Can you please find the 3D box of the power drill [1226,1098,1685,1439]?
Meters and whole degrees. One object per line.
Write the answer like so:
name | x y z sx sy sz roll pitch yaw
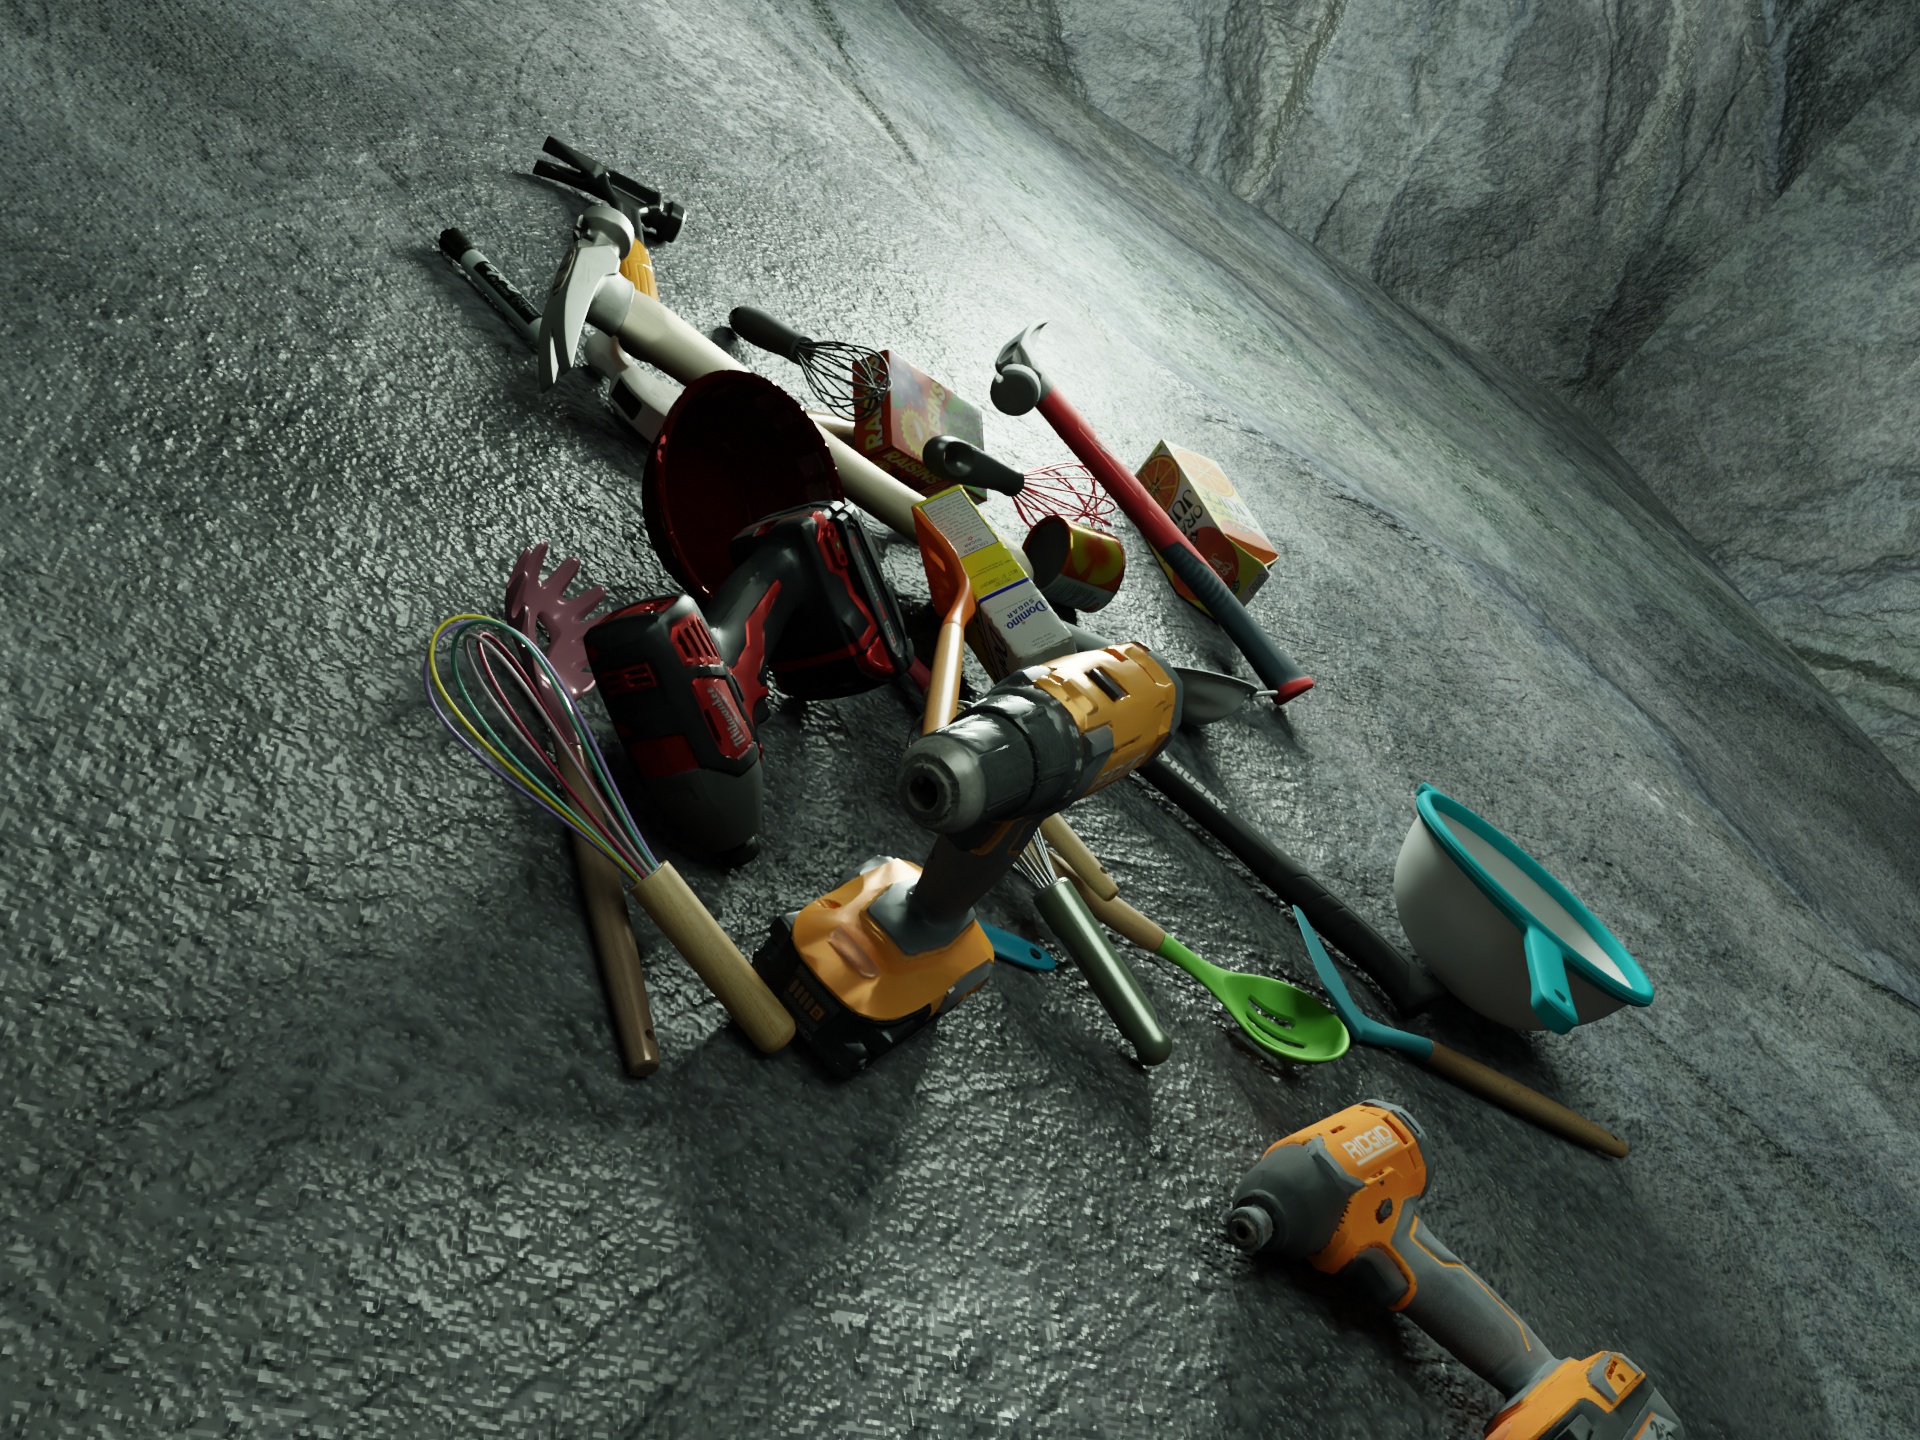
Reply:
power drill | 0.238 0.304 0.808 0.164 0.084 0.227 -3 44 -49

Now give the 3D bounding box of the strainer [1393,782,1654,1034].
strainer | 0.369 0.166 1.090 0.211 0.095 0.340 41 19 5

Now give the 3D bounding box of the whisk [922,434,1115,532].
whisk | 0.049 -0.184 1.253 0.073 0.073 0.295 50 20 21

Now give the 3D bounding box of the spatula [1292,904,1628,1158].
spatula | 0.337 0.224 1.061 0.317 0.044 0.082 28 25 -18

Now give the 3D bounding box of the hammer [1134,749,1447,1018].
hammer | 0.205 0.087 1.119 0.335 0.035 0.146 41 30 6

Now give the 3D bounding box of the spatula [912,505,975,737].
spatula | -0.016 -0.039 0.951 0.041 0.081 0.323 -9 27 8

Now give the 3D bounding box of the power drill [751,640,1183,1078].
power drill | -0.008 0.065 0.724 0.084 0.226 0.185 46 31 14

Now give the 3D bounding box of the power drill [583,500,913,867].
power drill | -0.109 -0.025 0.861 0.143 0.078 0.220 69 27 -18

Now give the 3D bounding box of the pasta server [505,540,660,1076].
pasta server | -0.181 0.032 0.776 0.060 0.040 0.317 29 28 -46

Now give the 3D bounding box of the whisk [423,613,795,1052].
whisk | -0.152 0.051 0.720 0.245 0.051 0.047 53 16 -8

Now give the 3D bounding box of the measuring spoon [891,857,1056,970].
measuring spoon | 0.003 0.107 0.883 0.128 0.021 0.042 26 32 -18

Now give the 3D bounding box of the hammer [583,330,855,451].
hammer | -0.119 -0.220 1.201 0.331 0.031 0.130 -2 47 -49

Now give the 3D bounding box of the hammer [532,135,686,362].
hammer | -0.256 -0.353 1.199 0.127 0.034 0.337 22 26 -28

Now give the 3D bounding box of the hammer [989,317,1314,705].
hammer | 0.166 -0.164 1.316 0.386 0.038 0.143 47 29 -18

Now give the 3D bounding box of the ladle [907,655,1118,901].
ladle | -0.002 -0.003 1.008 0.069 0.031 0.316 0 42 -52

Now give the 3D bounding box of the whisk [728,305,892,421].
whisk | -0.122 -0.280 1.217 0.055 0.055 0.239 11 18 -39

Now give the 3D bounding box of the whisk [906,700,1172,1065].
whisk | 0.047 0.092 0.918 0.246 0.059 0.057 57 -4 15

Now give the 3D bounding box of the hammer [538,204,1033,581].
hammer | -0.102 -0.181 1.095 0.410 0.038 0.146 31 47 -33

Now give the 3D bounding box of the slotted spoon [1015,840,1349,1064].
slotted spoon | 0.100 0.120 0.968 0.313 0.031 0.070 34 29 -3

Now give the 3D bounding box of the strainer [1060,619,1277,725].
strainer | 0.124 -0.044 1.210 0.258 0.050 0.087 21 -10 -15
